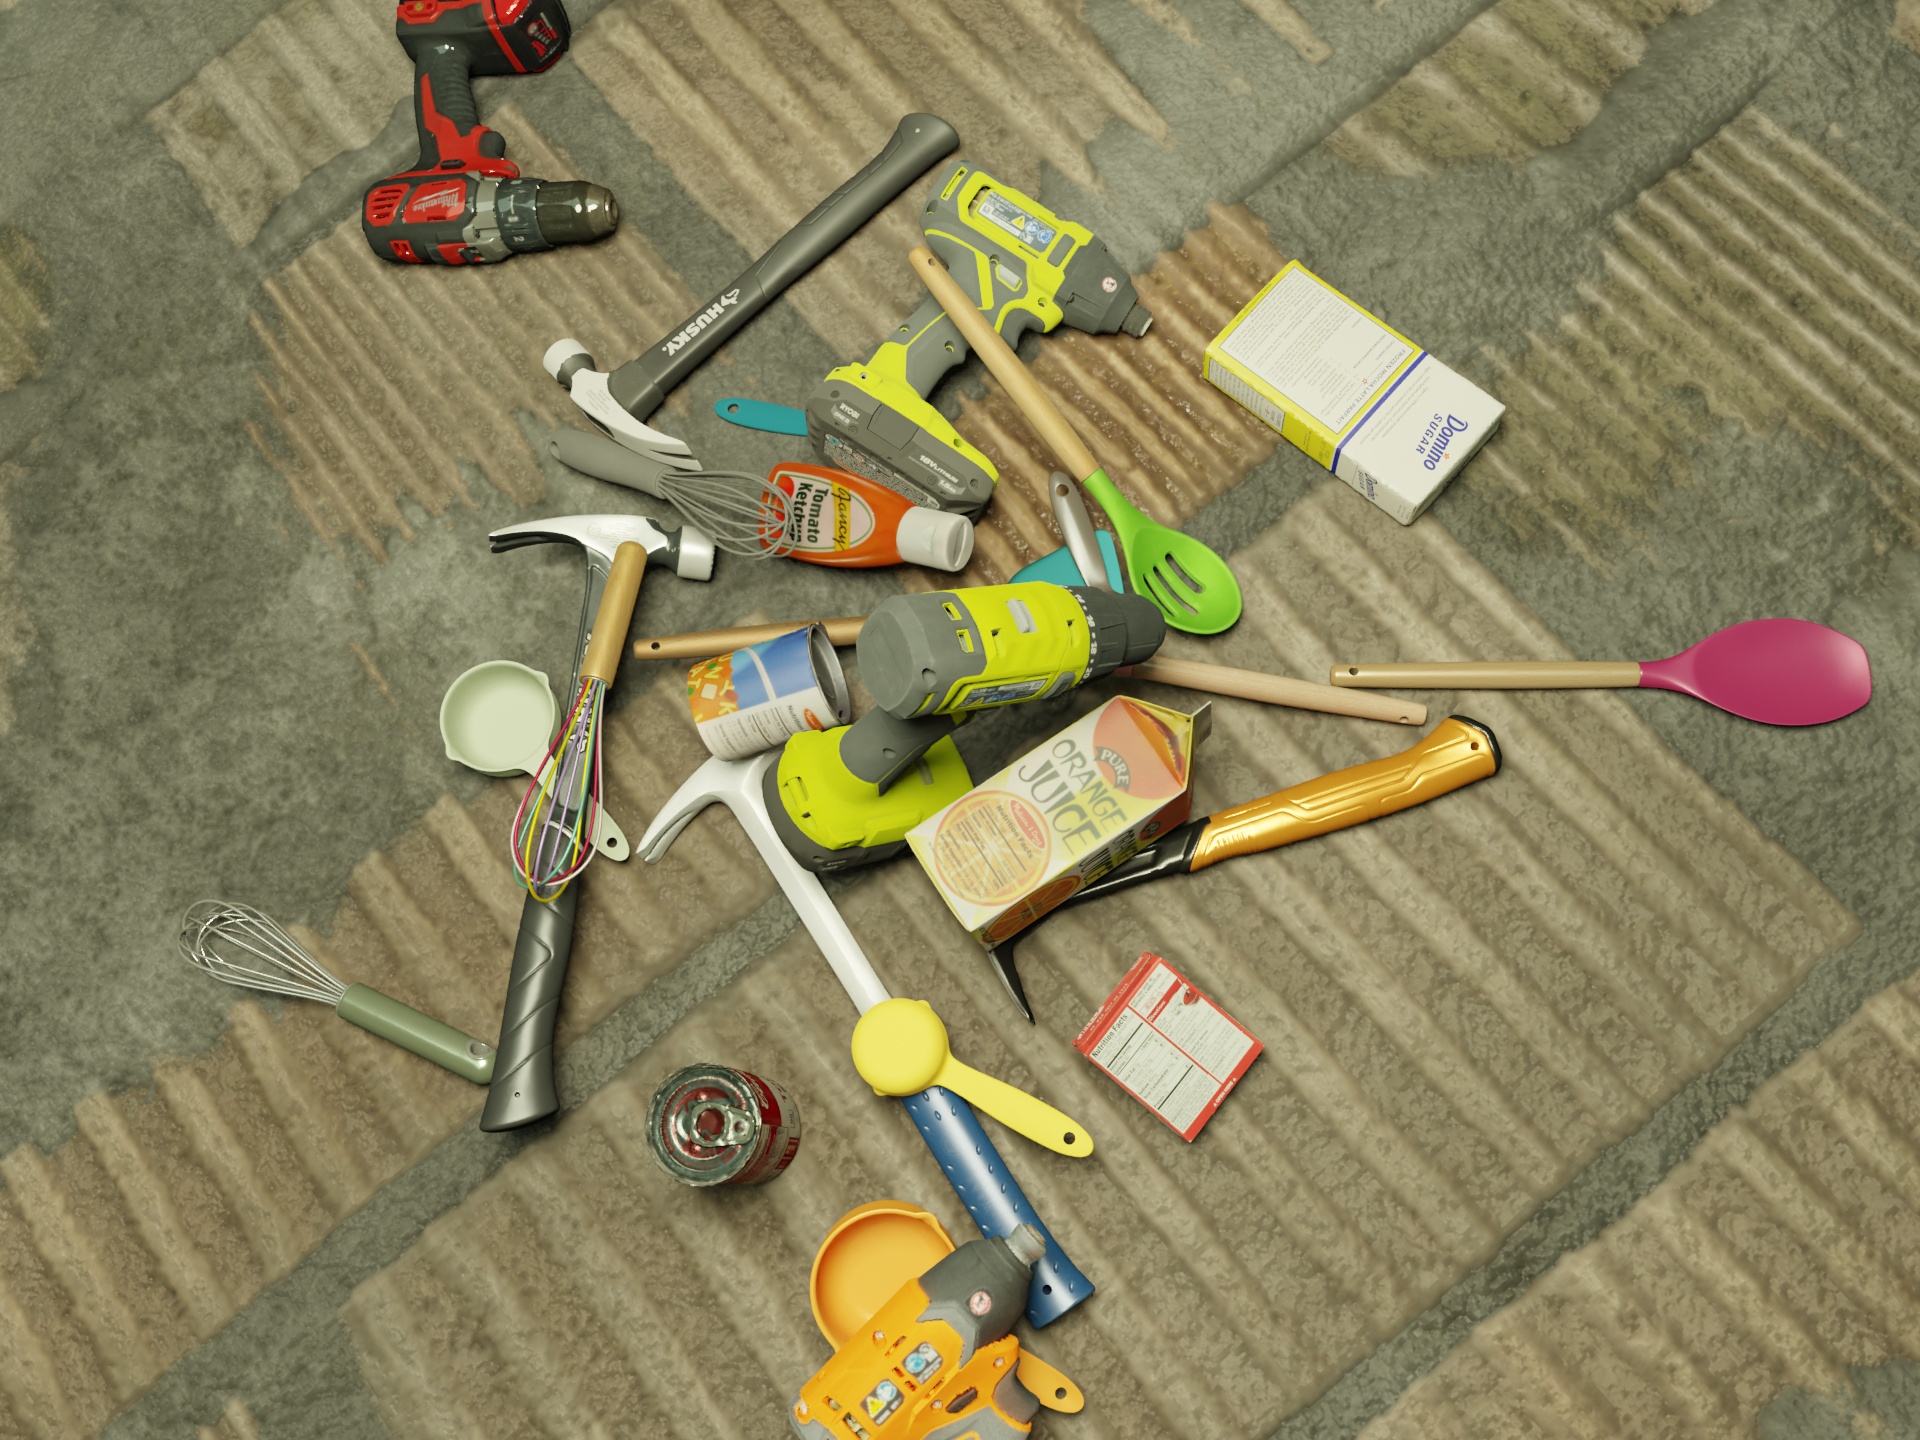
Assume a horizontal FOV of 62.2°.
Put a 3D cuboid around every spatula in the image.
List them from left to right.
[{"bbox_3d":[-0.054,-0.065,1.033,0.317,0.044,0.082,-6,77,-5],"label":"spatula"}]

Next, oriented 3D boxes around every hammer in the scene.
[{"bbox_3d":[-0.255,0.054,1.014,0.149,0.036,0.409,8,71,-9],"label":"hammer"},{"bbox_3d":[-0.131,-0.317,1.136,0.335,0.035,0.146,-42,66,-6],"label":"hammer"},{"bbox_3d":[-0.053,0.185,0.979,0.144,0.035,0.406,-34,72,-2],"label":"hammer"},{"bbox_3d":[0.170,0.077,0.978,0.337,0.034,0.127,-19,71,3],"label":"hammer"}]

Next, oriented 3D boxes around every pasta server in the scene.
[{"bbox_3d":[0.134,-0.025,0.993,0.316,0.060,0.040,10,50,1],"label":"pasta server"}]

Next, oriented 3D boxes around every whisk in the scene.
[{"bbox_3d":[-0.404,0.179,1.033,0.246,0.058,0.059,22,113,11],"label":"whisk"},{"bbox_3d":[-0.235,-0.002,1.001,0.051,0.047,0.245,-14,57,44],"label":"whisk"},{"bbox_3d":[-0.199,-0.159,1.077,0.239,0.055,0.055,24,78,33],"label":"whisk"}]

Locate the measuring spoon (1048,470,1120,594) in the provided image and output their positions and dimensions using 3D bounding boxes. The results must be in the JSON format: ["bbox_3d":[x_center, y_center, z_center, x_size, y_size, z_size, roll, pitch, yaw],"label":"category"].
[{"bbox_3d":[0.082,-0.108,1.021,0.034,0.018,0.124,-19,75,-3],"label":"measuring spoon"}]

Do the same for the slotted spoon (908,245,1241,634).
[{"bbox_3d":[0.069,-0.179,1.023,0.070,0.031,0.314,-40,92,-29],"label":"slotted spoon"}]

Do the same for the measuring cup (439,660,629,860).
[{"bbox_3d":[-0.275,0.033,1.060,0.083,0.038,0.167,-42,81,-10],"label":"measuring cup"}]

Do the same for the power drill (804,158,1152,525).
[{"bbox_3d":[0.013,-0.246,1.070,0.171,0.080,0.223,32,78,0],"label":"power drill"}]

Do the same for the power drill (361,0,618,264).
[{"bbox_3d":[-0.344,-0.449,1.191,0.188,0.080,0.227,-1,76,8],"label":"power drill"}]

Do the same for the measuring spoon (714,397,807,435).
[{"bbox_3d":[-0.114,-0.212,1.112,0.128,0.021,0.042,12,76,11],"label":"measuring spoon"}]

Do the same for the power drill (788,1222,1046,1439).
[{"bbox_3d":[0.041,0.394,0.856,0.164,0.084,0.226,-45,86,-6],"label":"power drill"}]

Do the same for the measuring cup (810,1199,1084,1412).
[{"bbox_3d":[-0.006,0.345,0.922,0.173,0.052,0.095,32,83,0],"label":"measuring cup"}]

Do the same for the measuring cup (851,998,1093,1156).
[{"bbox_3d":[0.006,0.212,0.927,0.156,0.029,0.062,25,79,16],"label":"measuring cup"}]

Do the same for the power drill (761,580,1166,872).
[{"bbox_3d":[-0.001,-0.003,0.927,0.190,0.228,0.080,-9,65,-37],"label":"power drill"}]

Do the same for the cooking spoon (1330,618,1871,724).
[{"bbox_3d":[0.392,-0.029,0.984,0.319,0.017,0.069,0,73,8],"label":"cooking spoon"}]
